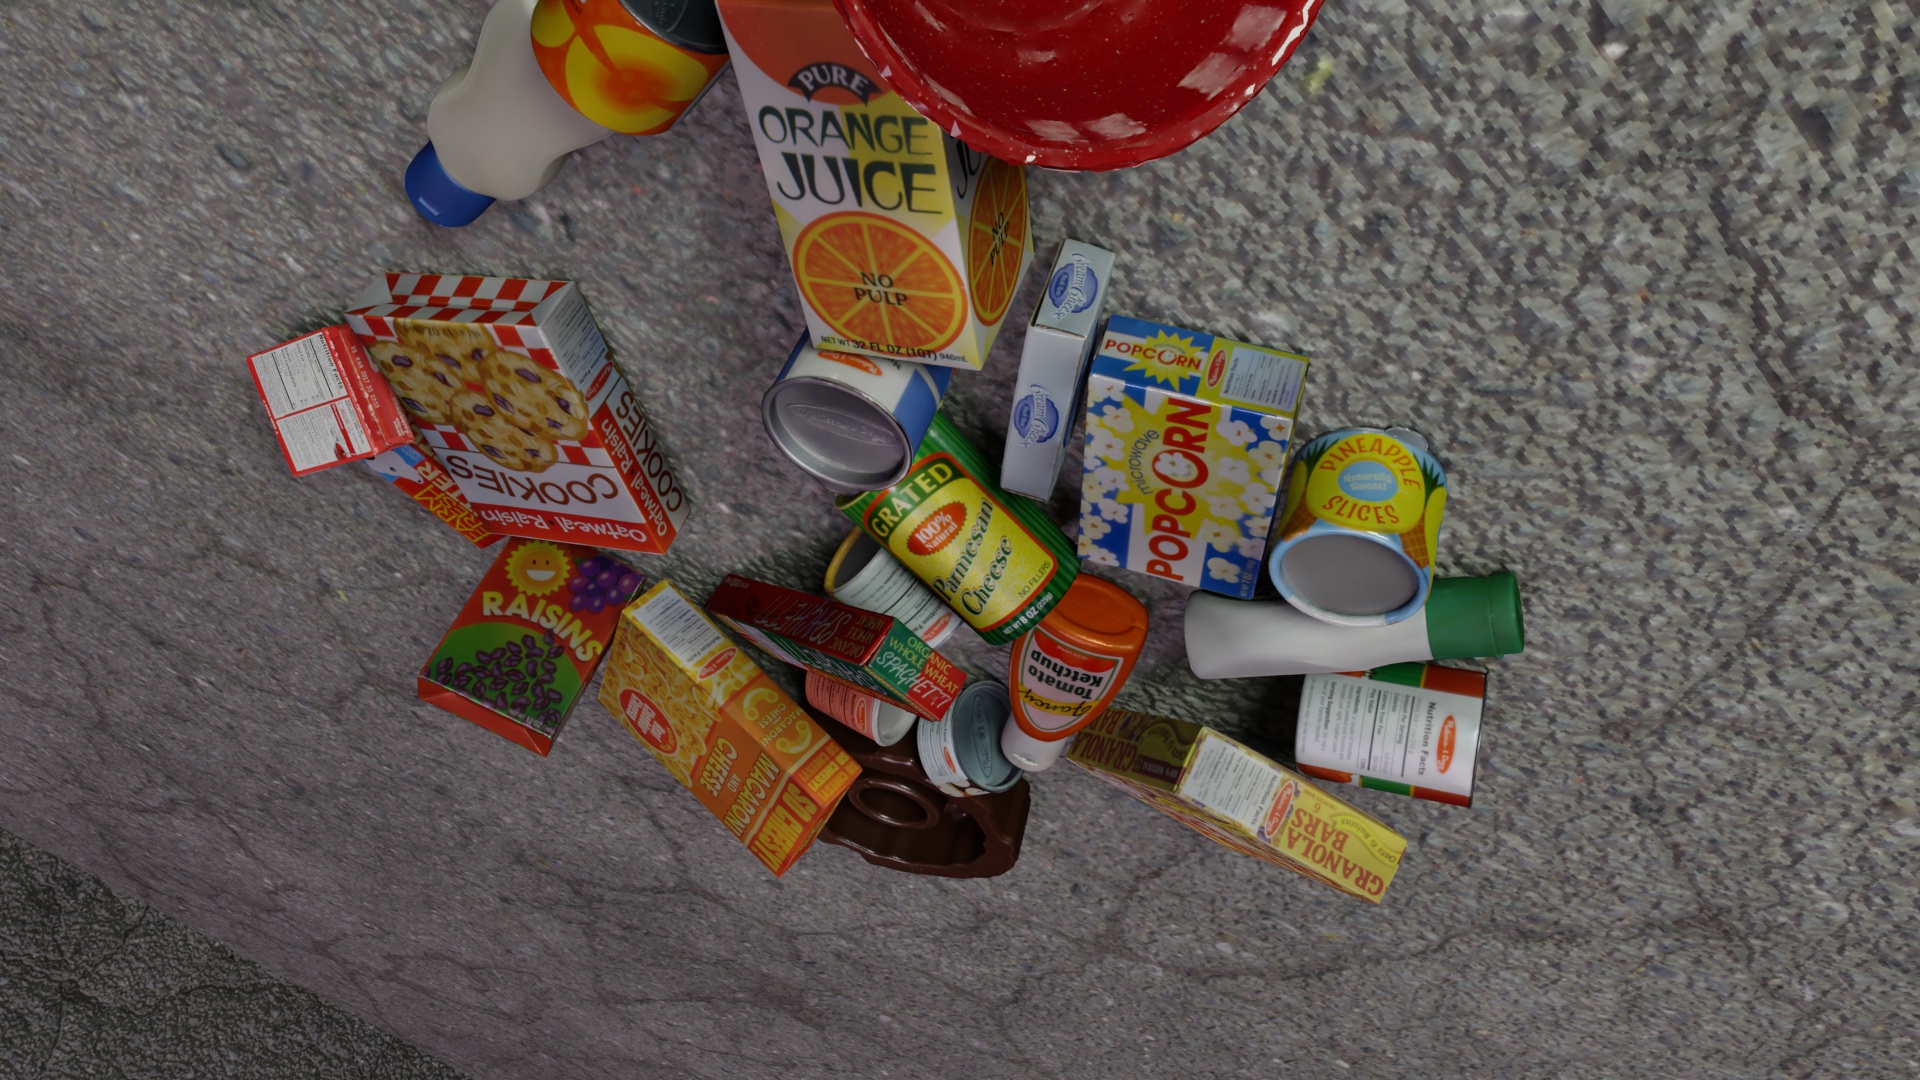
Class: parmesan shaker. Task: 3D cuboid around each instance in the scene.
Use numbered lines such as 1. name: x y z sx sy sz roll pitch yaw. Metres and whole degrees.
1. parmesan shaker: 0.002 -0.008 0.659 0.103 0.072 0.071 43 140 -15

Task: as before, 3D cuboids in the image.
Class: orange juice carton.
1. orange juice carton: -0.026 -0.156 0.484 0.072 0.073 0.191 10 142 18

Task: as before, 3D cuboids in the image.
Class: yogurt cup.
1. yogurt cup: -0.055 0.081 0.817 0.054 0.073 0.072 17 145 22

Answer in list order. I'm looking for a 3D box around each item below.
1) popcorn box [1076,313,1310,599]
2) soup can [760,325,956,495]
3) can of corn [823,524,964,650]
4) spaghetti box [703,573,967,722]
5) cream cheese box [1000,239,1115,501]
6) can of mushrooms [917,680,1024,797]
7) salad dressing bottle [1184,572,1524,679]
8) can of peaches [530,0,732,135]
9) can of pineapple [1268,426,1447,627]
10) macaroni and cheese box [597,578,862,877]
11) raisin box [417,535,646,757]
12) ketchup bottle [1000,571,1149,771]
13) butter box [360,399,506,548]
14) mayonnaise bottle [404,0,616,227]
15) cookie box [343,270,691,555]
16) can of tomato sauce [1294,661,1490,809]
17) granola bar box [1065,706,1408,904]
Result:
1. popcorn box: 0.098 -0.033 0.606 0.085 0.038 0.126 15 144 13
2. soup can: -0.038 -0.072 0.591 0.071 0.084 0.071 15 144 11
3. can of corn: -0.029 0.017 0.719 0.058 0.071 0.071 39 142 -20
4. spaghetti box: -0.074 0.052 0.734 0.050 0.029 0.250 40 166 -23
5. cream cheese box: 0.039 -0.069 0.578 0.024 0.054 0.103 16 144 6
6. can of mushrooms: 0.009 0.119 0.830 0.033 0.071 0.071 -19 128 42
7. salad dressing bottle: 0.180 0.039 0.643 0.147 0.044 0.064 -6 175 26
8. can of peaches: -0.114 -0.188 0.495 0.071 0.071 0.058 38 143 -20
9. can of pineapple: 0.168 -0.006 0.585 0.071 0.058 0.070 15 144 11
10. macaroni and cheese box: -0.145 0.118 0.855 0.166 0.040 0.123 42 143 8
11. raisin box: -0.258 0.056 0.843 0.086 0.124 0.040 27 146 -5
12. ketchup bottle: 0.054 0.077 0.763 0.065 0.044 0.148 22 142 4
13. butter box: -0.313 -0.039 0.835 0.103 0.024 0.053 42 141 -24
14. mayonnaise bottle: -0.185 -0.176 0.575 0.147 0.041 0.064 -20 125 45
15. cookie box: -0.230 -0.066 0.743 0.123 0.040 0.166 7 141 22
16. can of tomato sauce: 0.212 0.091 0.682 0.083 0.071 0.071 8 142 21
17. granola bar box: 0.141 0.136 0.744 0.124 0.039 0.165 30 171 -11
